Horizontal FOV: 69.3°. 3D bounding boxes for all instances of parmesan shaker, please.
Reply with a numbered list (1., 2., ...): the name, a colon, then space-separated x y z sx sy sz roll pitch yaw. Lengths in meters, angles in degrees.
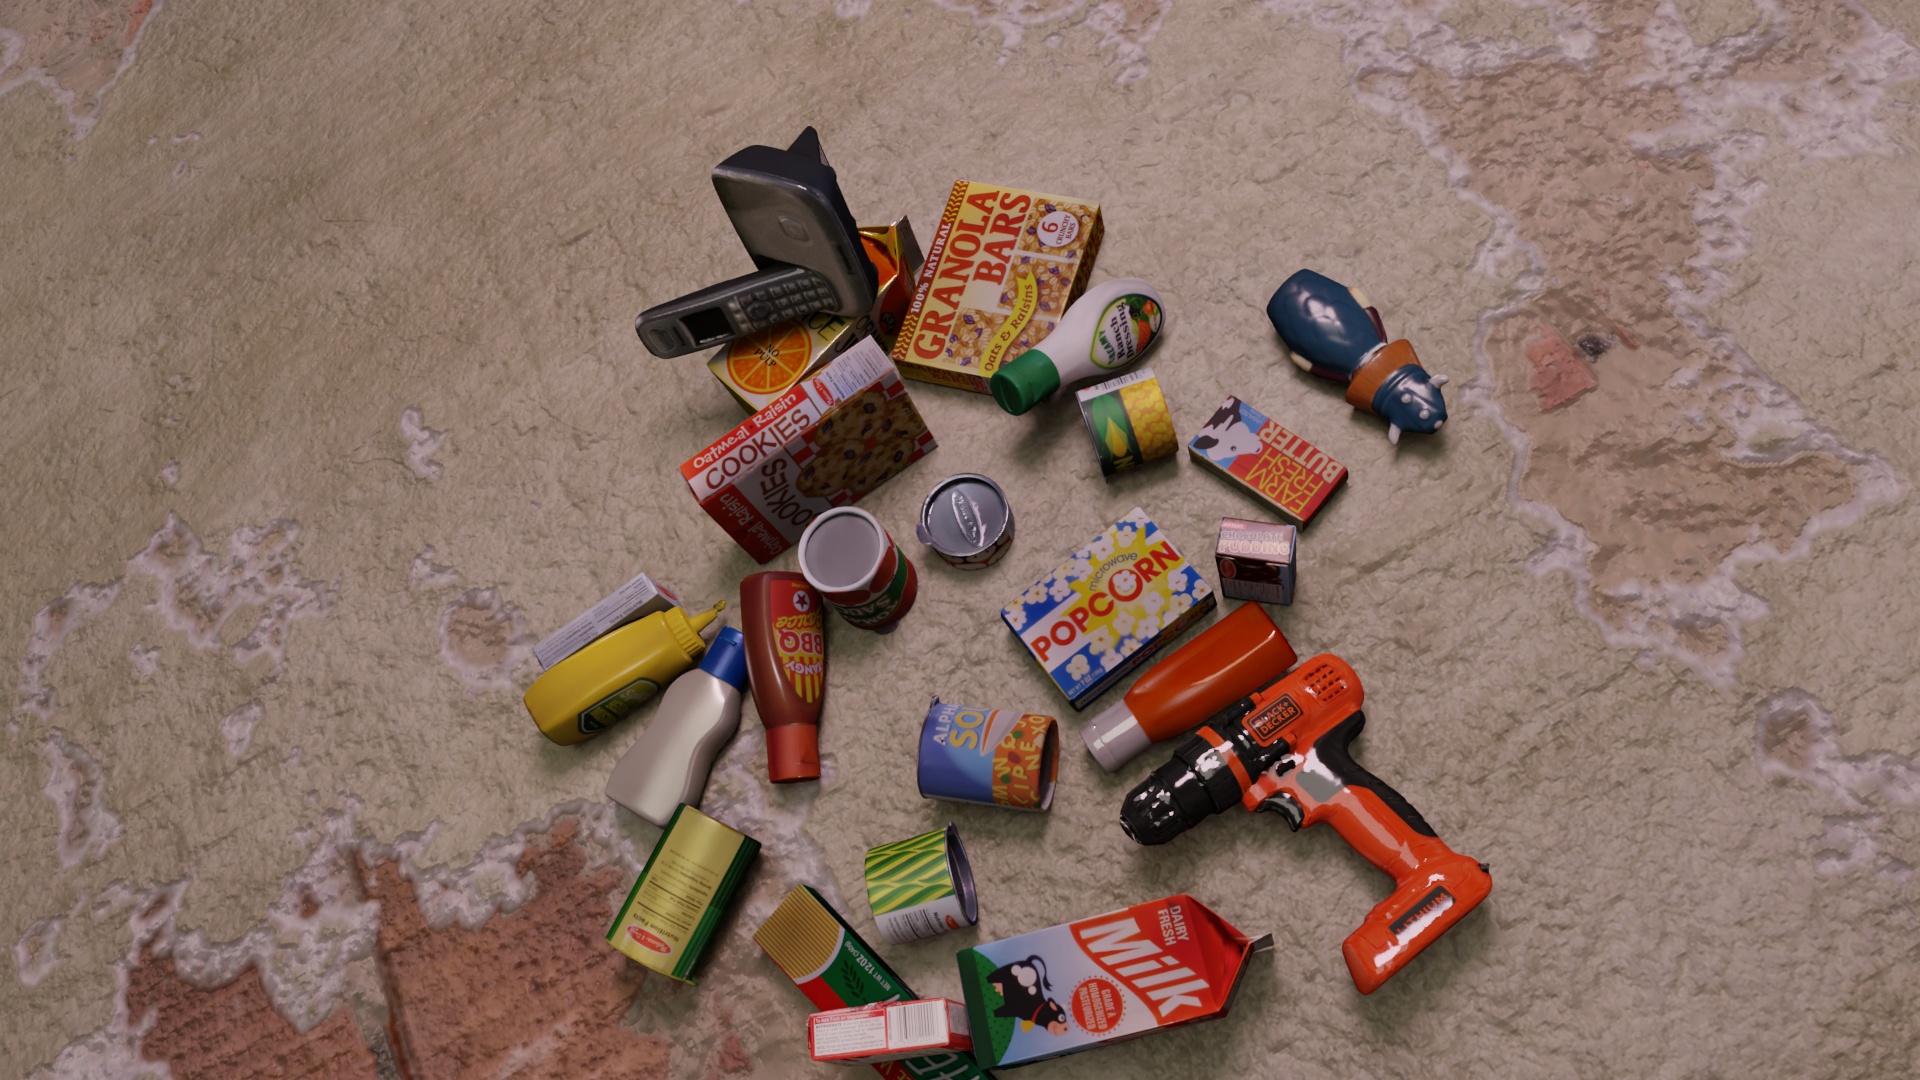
1. parmesan shaker: -0.186 0.242 0.953 0.071 0.071 0.103 22 75 21

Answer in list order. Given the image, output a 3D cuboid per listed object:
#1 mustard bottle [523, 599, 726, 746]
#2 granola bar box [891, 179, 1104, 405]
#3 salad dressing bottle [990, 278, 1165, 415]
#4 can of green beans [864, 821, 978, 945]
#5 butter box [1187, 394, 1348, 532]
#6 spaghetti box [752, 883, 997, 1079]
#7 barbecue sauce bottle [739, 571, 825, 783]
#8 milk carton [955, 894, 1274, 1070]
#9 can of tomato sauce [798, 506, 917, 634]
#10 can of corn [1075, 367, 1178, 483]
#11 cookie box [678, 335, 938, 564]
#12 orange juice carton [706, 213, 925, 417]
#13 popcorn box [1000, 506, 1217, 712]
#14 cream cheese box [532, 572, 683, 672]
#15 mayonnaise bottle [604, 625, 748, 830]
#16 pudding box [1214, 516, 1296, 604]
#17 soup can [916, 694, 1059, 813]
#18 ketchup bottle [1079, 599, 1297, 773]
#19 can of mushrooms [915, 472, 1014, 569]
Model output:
1. mustard bottle: -0.241 0.091 1.030 0.160 0.065 0.049 -33 68 -5
2. granola bar box: 0.031 -0.196 1.091 0.124 0.039 0.166 13 72 18
3. salad dressing bottle: 0.086 -0.142 1.023 0.148 0.064 0.044 -35 37 -26
4. can of green beans: -0.026 0.228 0.917 0.058 0.071 0.071 -17 66 8
5. butter box: 0.220 -0.055 0.994 0.104 0.024 0.053 37 82 24
6. spaghetti box: -0.035 0.325 0.900 0.250 0.028 0.050 39 82 25
7. barbecue sauce bottle: -0.124 0.098 1.000 0.043 0.065 0.149 -18 71 38
8. milk carton: 0.101 0.271 0.864 0.190 0.072 0.074 -16 66 7
9. can of tomato sauce: -0.074 0.022 1.003 0.071 0.083 0.071 -5 67 12
10. can of corn: 0.122 -0.084 1.009 0.058 0.071 0.071 -19 65 6
11. cookie box: -0.108 -0.062 1.024 0.167 0.122 0.040 -35 64 -1
12. orange juice carton: -0.100 -0.172 1.096 0.073 0.071 0.193 40 82 24
13. popcorn box: 0.103 0.048 0.973 0.127 0.038 0.085 -37 64 -3
14. cream cheese box: -0.266 0.068 1.050 0.104 0.053 0.024 -35 66 -1
15. mayonnaise bottle: -0.195 0.134 1.012 0.065 0.041 0.148 24 75 22
16. pudding box: 0.201 0.015 0.937 0.050 0.083 0.030 8 71 17
17. soup can: 0.020 0.144 0.938 0.084 0.071 0.071 4 70 15
18. ketchup bottle: 0.150 0.100 0.931 0.149 0.065 0.043 -35 108 5
19. can of mushrooms: 0.004 -0.013 1.026 0.071 0.033 0.071 -5 68 12
